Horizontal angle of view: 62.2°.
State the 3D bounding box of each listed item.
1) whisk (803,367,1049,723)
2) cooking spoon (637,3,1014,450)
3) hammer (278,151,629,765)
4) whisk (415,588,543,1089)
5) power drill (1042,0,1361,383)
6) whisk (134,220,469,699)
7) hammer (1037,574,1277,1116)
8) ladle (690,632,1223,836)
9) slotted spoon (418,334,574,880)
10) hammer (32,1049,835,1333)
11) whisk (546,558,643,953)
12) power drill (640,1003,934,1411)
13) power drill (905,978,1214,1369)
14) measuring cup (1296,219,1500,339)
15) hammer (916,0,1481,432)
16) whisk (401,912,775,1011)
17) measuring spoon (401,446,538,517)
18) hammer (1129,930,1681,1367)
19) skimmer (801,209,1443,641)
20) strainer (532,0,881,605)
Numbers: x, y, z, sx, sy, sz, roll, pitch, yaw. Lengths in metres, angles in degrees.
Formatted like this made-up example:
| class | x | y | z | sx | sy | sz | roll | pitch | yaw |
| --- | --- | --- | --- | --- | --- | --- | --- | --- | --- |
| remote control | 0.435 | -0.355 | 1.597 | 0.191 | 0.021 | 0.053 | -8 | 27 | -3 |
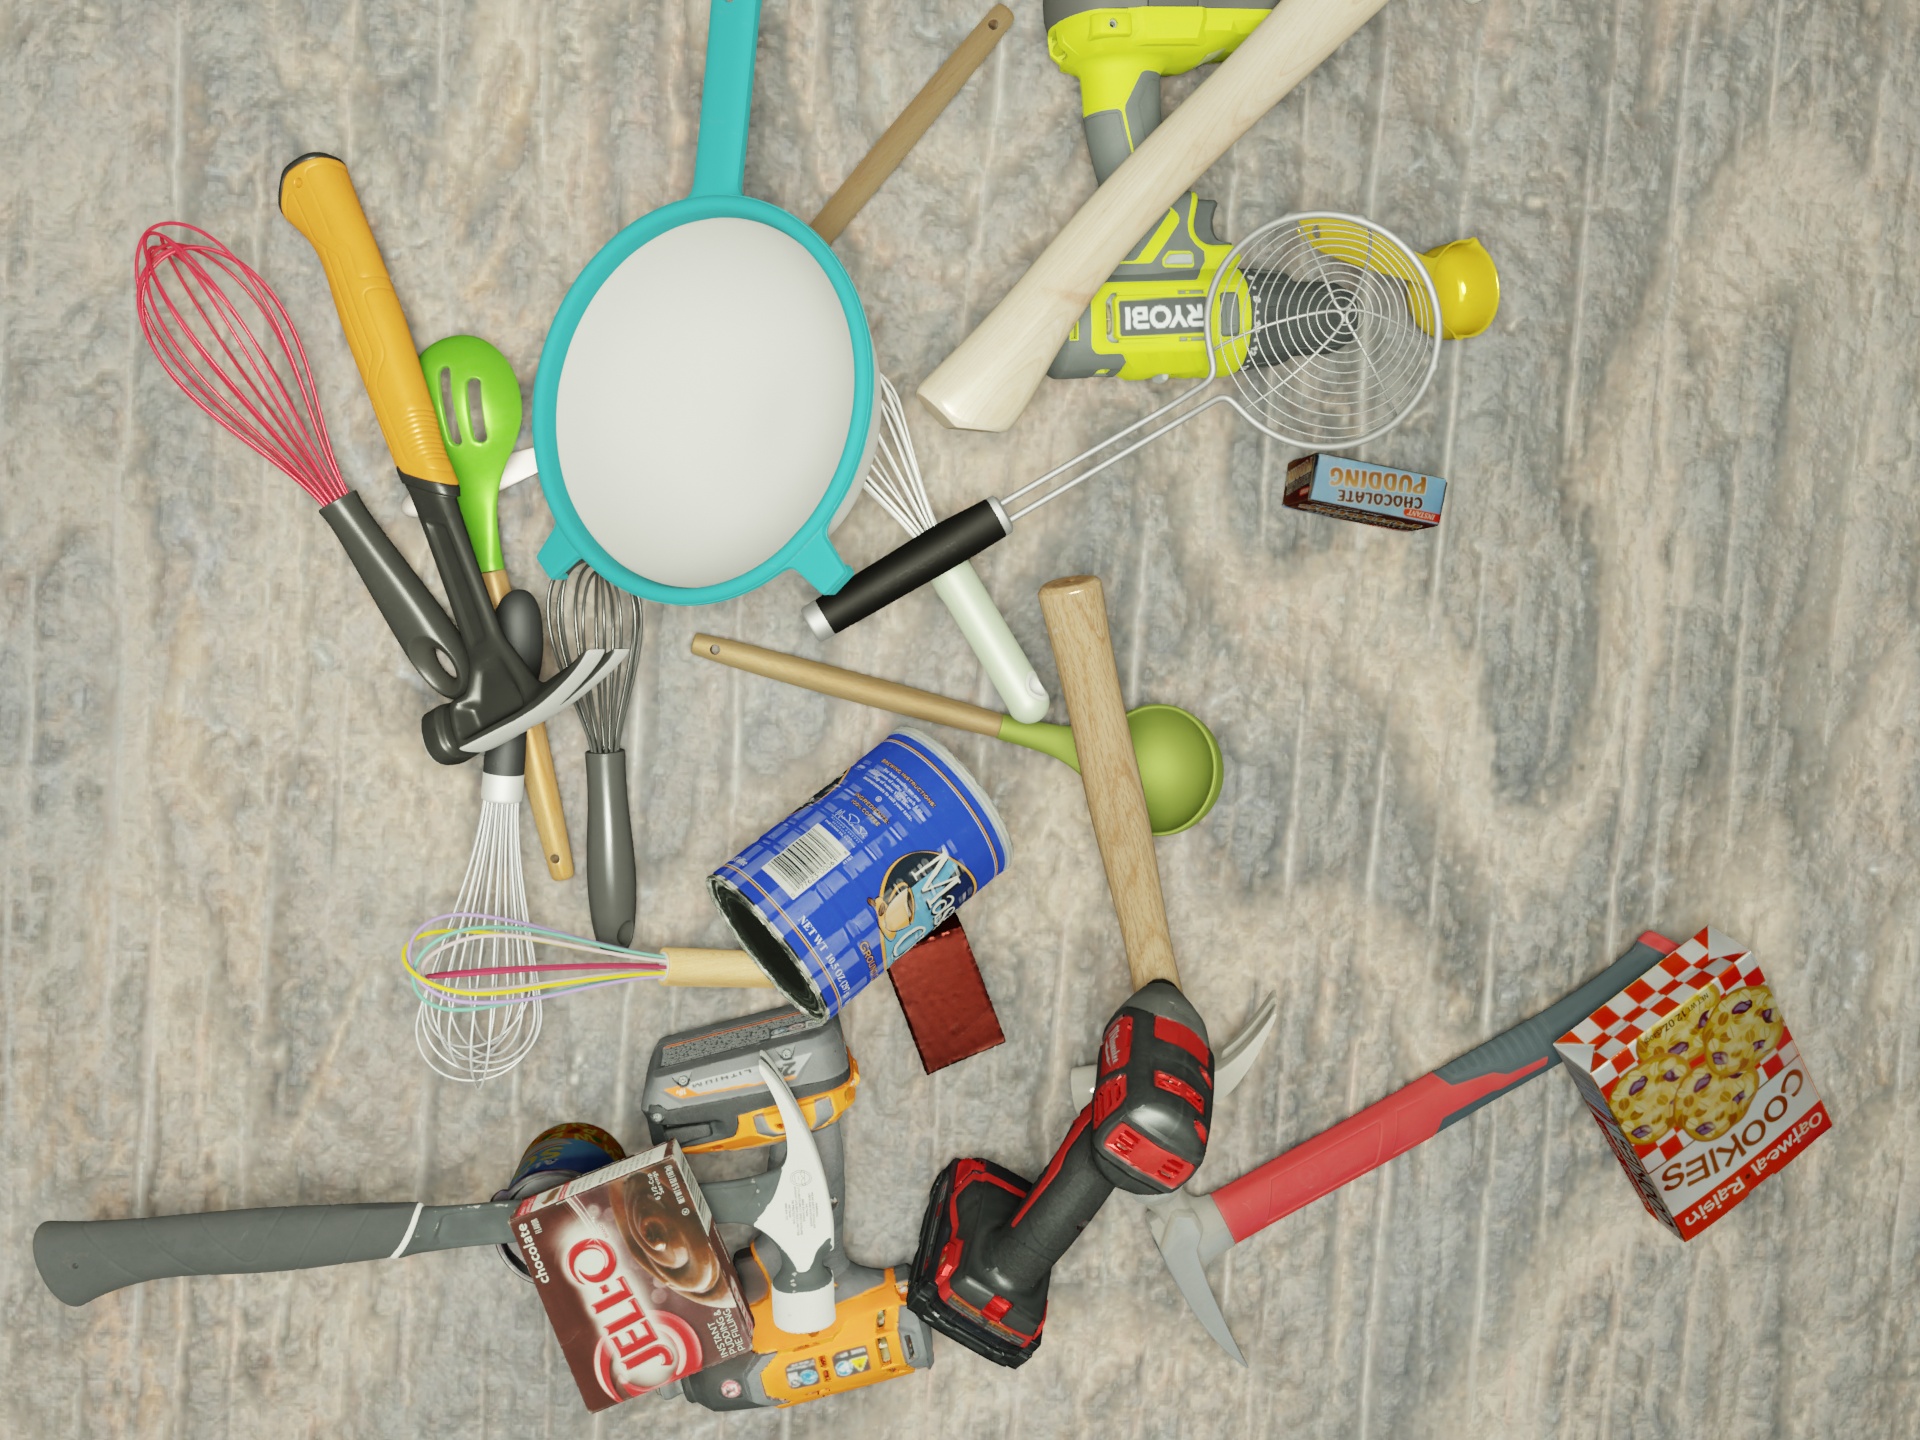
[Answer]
| class | x | y | z | sx | sy | sz | roll | pitch | yaw |
| --- | --- | --- | --- | --- | --- | --- | --- | --- | --- |
| whisk | -0.019 | -0.105 | 0.908 | 0.059 | 0.058 | 0.246 | -33 | 87 | 34 |
| cooking spoon | -0.075 | -0.287 | 0.916 | 0.068 | 0.017 | 0.319 | 40 | 90 | -8 |
| hammer | -0.285 | -0.152 | 0.845 | 0.127 | 0.034 | 0.337 | -26 | 82 | 26 |
| whisk | -0.258 | 0.068 | 0.887 | 0.070 | 0.070 | 0.284 | 6 | 97 | -7 |
| power drill | 0.134 | -0.310 | 0.912 | 0.190 | 0.080 | 0.228 | -5 | 97 | -11 |
| whisk | -0.355 | -0.138 | 0.876 | 0.073 | 0.073 | 0.295 | -32 | 103 | -4 |
| hammer | 0.099 | 0.077 | 0.910 | 0.130 | 0.031 | 0.331 | -10 | 108 | 12 |
| ladle | -0.001 | -0.003 | 0.929 | 0.320 | 0.062 | 0.078 | 15 | 92 | -5 |
| slotted spoon | -0.258 | -0.059 | 0.900 | 0.070 | 0.031 | 0.313 | -9 | 100 | 6 |
| hammer | -0.273 | 0.263 | 0.841 | 0.409 | 0.036 | 0.149 | -3 | 93 | -5 |
| whisk | -0.205 | 0.020 | 0.911 | 0.055 | 0.055 | 0.239 | -2 | 99 | -7 |
| power drill | -0.117 | 0.292 | 0.926 | 0.164 | 0.084 | 0.226 | -14 | 100 | -5 |
| power drill | 0.063 | 0.244 | 0.889 | 0.078 | 0.143 | 0.219 | 32 | 117 | -7 |
| measuring cup | 0.250 | -0.264 | 0.928 | 0.156 | 0.029 | 0.062 | 10 | 89 | -28 |
| hammer | 0.120 | -0.319 | 0.850 | 0.146 | 0.038 | 0.410 | 44 | 87 | -14 |
| whisk | -0.185 | 0.139 | 0.882 | 0.244 | 0.047 | 0.051 | 8 | 90 | -32 |
| measuring spoon | -0.260 | -0.142 | 0.905 | 0.124 | 0.018 | 0.034 | -22 | 97 | -4 |
| hammer | 0.300 | 0.252 | 0.992 | 0.386 | 0.038 | 0.143 | -27 | 98 | -4 |
| skimmer | 0.076 | -0.139 | 0.841 | 0.363 | 0.090 | 0.127 | -30 | 101 | 1 |
| strainer | -0.113 | -0.227 | 0.854 | 0.211 | 0.095 | 0.340 | 5 | 89 | 27 |
